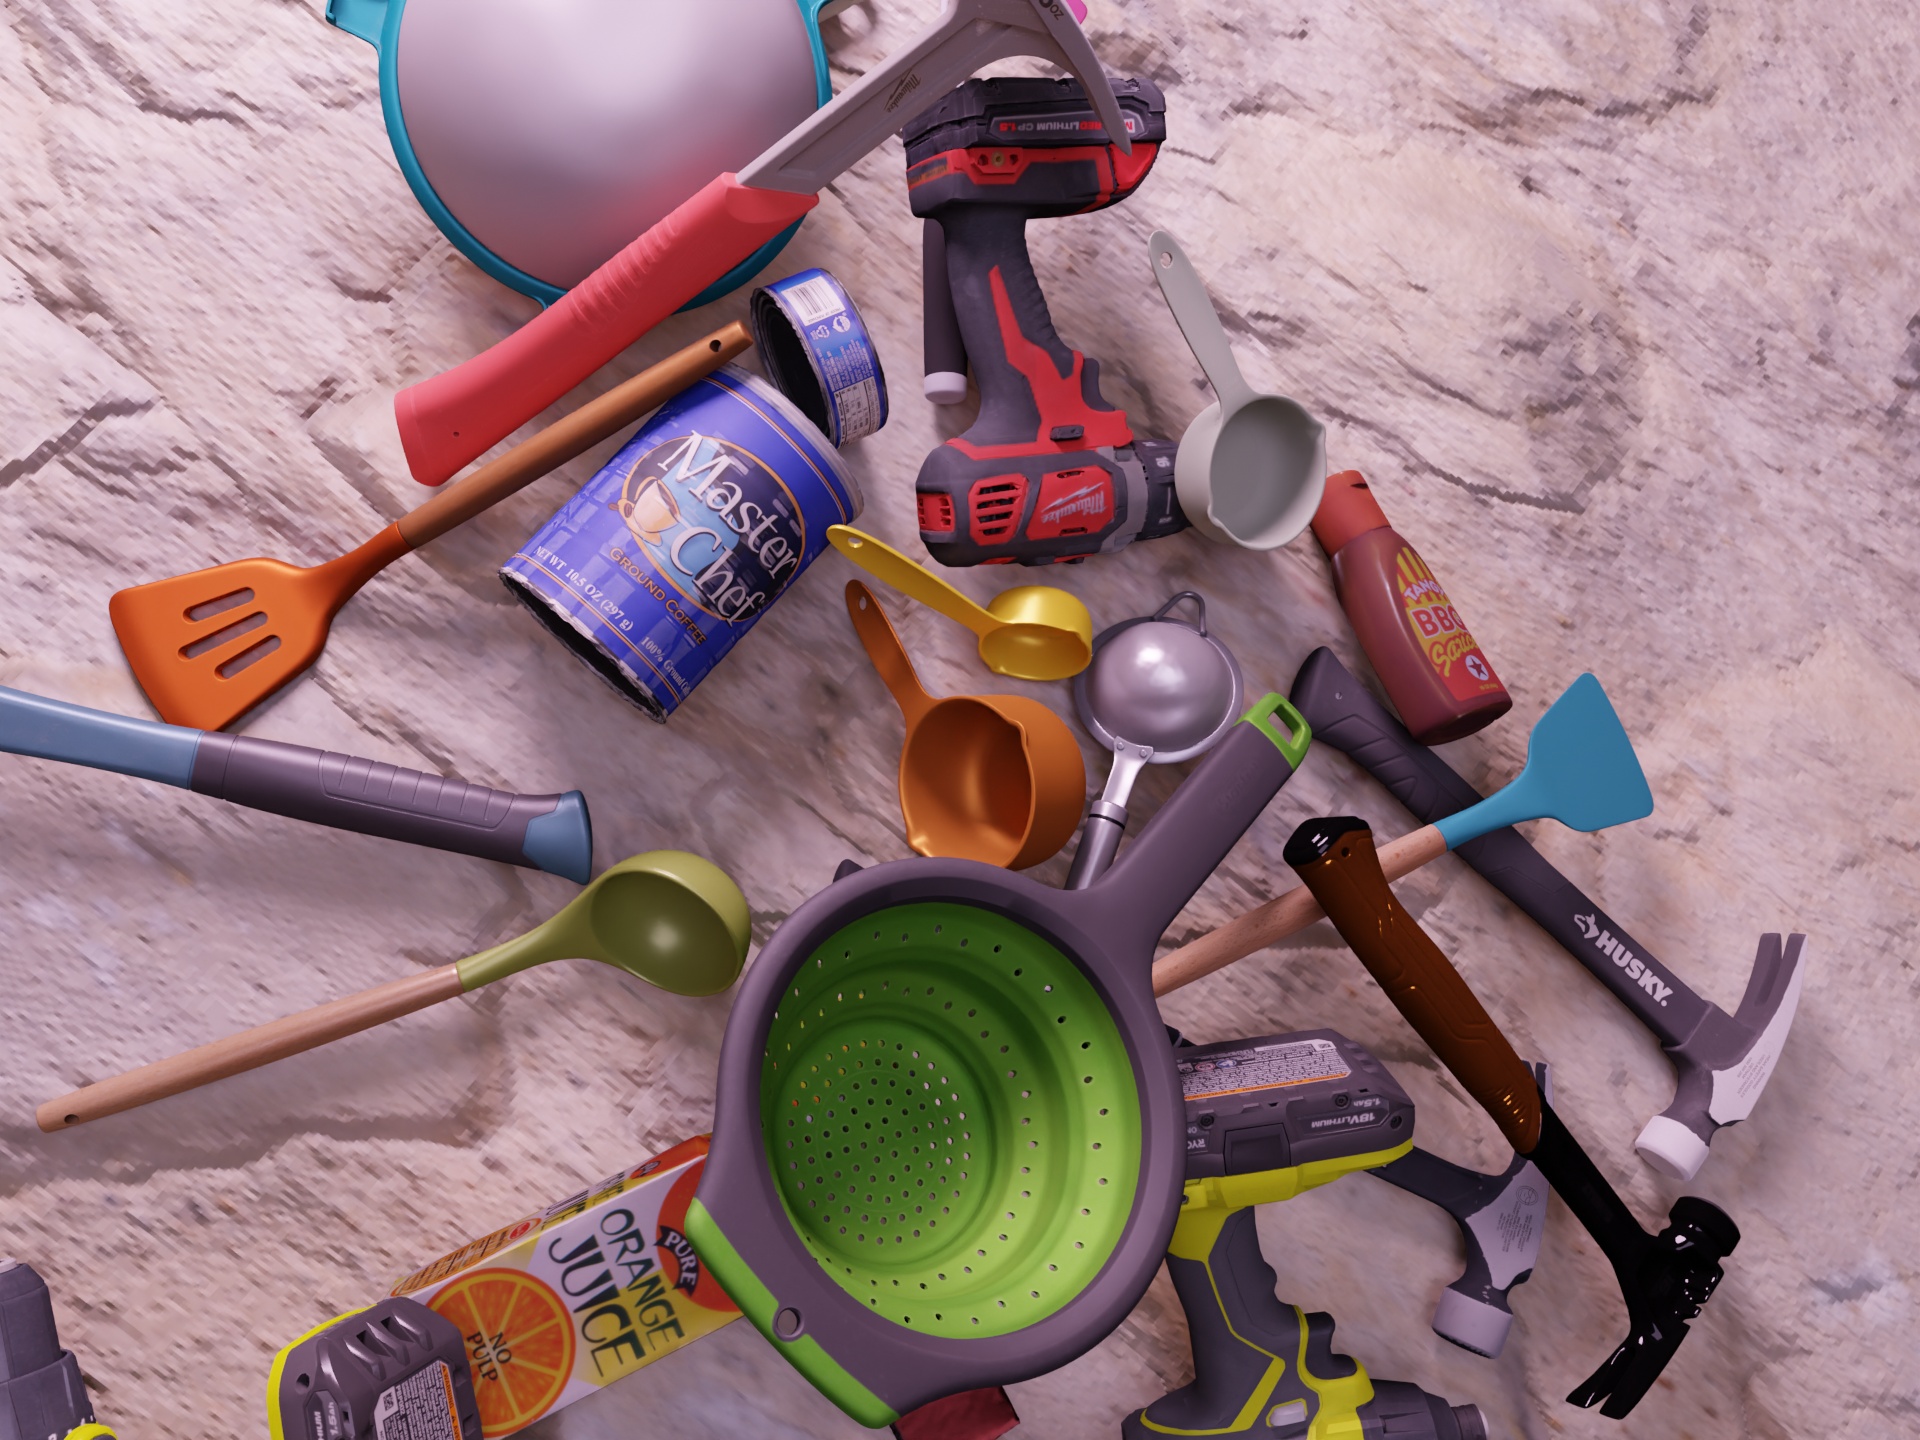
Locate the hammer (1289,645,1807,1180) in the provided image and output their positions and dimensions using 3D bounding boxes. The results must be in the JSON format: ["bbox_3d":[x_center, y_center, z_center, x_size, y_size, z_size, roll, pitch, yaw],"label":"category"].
[{"bbox_3d":[0.306,0.081,0.847,0.334,0.035,0.146,42,78,-4],"label":"hammer"}]

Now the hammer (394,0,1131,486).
[{"bbox_3d":[-0.106,-0.206,0.699,0.359,0.149,0.037,-31,49,19],"label":"hammer"}]

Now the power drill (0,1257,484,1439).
[{"bbox_3d":[-0.312,0.303,0.637,0.228,0.080,0.190,-13,86,15],"label":"power drill"}]

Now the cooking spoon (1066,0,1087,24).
[{"bbox_3d":[-0.087,-0.384,0.702,0.319,0.017,0.069,29,47,-2],"label":"cooking spoon"}]

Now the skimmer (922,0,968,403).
[{"bbox_3d":[0.002,-0.348,0.809,0.127,0.090,0.363,3,83,-15],"label":"skimmer"}]

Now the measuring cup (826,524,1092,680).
[{"bbox_3d":[0.001,-0.065,0.771,0.156,0.062,0.029,29,56,-30],"label":"measuring cup"}]

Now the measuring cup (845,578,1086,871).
[{"bbox_3d":[-0.001,-0.003,0.784,0.052,0.095,0.174,-2,53,-46],"label":"measuring cup"}]

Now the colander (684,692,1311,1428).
[{"bbox_3d":[0.033,0.120,0.704,0.204,0.094,0.397,47,55,-1],"label":"colander"}]

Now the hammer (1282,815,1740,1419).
[{"bbox_3d":[0.260,0.184,0.779,0.127,0.034,0.336,-44,103,-23],"label":"hammer"}]

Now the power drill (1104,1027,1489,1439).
[{"bbox_3d":[0.154,0.267,0.744,0.171,0.080,0.223,-8,99,-1],"label":"power drill"}]

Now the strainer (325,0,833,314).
[{"bbox_3d":[-0.102,-0.329,0.726,0.340,0.095,0.211,-34,102,-8],"label":"strainer"}]

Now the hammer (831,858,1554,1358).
[{"bbox_3d":[0.119,0.169,0.797,0.409,0.036,0.149,26,77,-7],"label":"hammer"}]

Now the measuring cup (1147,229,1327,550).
[{"bbox_3d":[0.120,-0.158,0.768,0.083,0.038,0.167,-39,115,-19],"label":"measuring cup"}]

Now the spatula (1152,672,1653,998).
[{"bbox_3d":[0.215,0.072,0.802,0.317,0.044,0.082,-25,89,-8],"label":"spatula"}]

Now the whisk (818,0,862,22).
[{"bbox_3d":[-0.146,-0.333,0.801,0.246,0.059,0.058,-33,49,-18],"label":"whisk"}]

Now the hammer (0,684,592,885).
[{"bbox_3d":[-0.327,0.020,0.713,0.331,0.033,0.128,14,97,-13],"label":"hammer"}]

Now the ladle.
[{"bbox_3d":[-0.251,0.132,0.716,0.320,0.062,0.078,-18,122,-10],"label":"ladle"}]

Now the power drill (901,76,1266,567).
[{"bbox_3d":[0.063,-0.193,0.791,0.188,0.080,0.226,-9,100,-22],"label":"power drill"}]

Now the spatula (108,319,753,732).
[{"bbox_3d":[-0.236,-0.096,0.723,0.322,0.041,0.081,-28,91,10],"label":"spatula"}]

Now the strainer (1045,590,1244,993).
[{"bbox_3d":[0.077,0.040,0.783,0.087,0.050,0.258,17,73,13],"label":"strainer"}]
